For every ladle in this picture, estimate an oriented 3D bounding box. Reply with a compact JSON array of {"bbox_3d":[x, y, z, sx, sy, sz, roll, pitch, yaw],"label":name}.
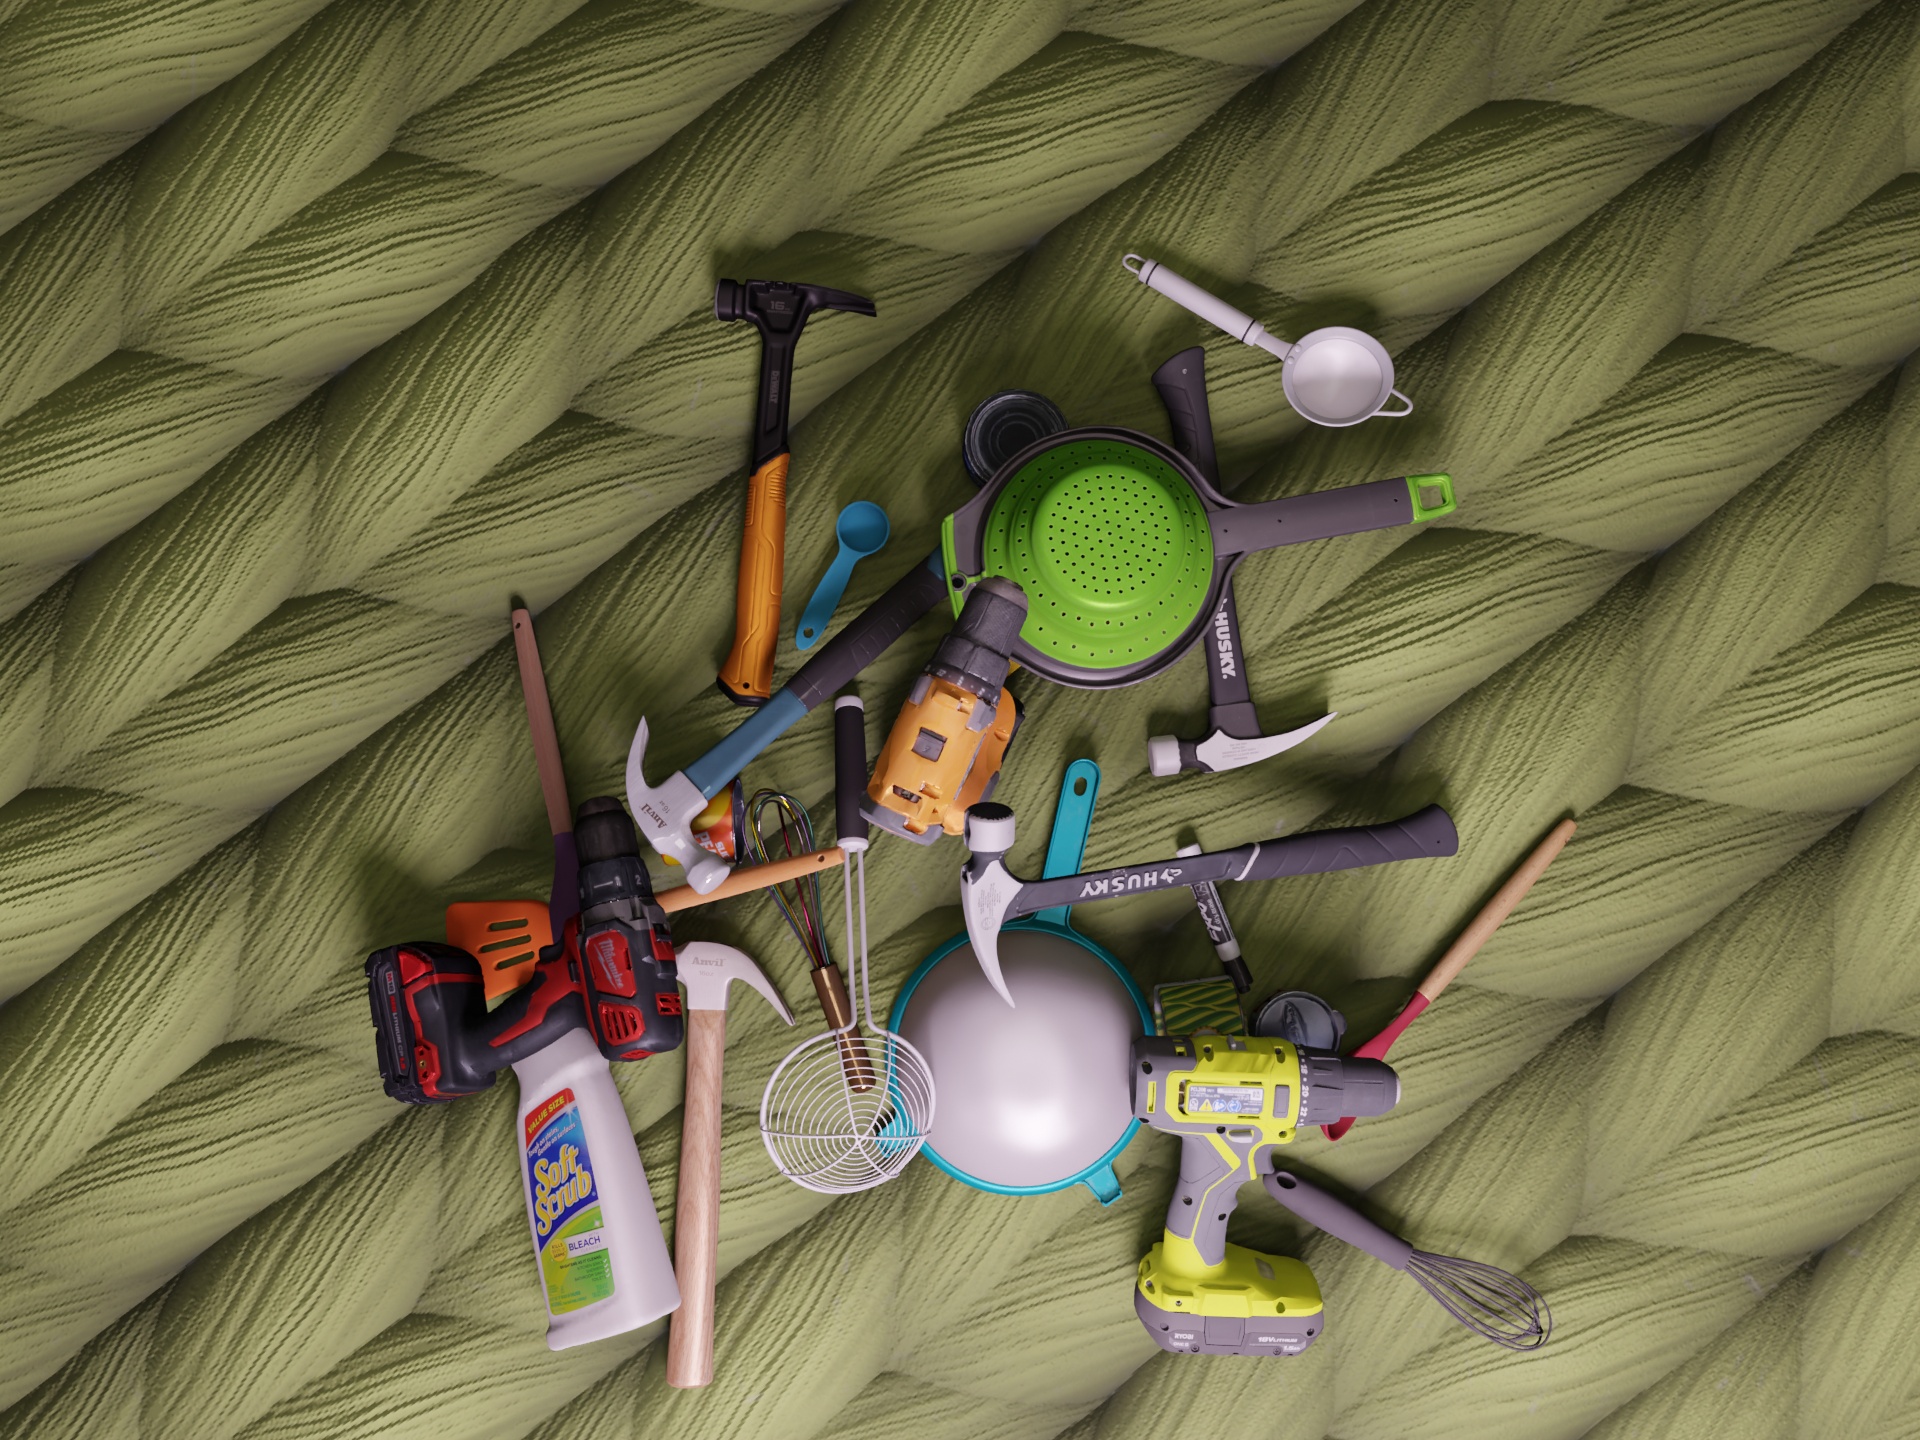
[{"bbox_3d":[0.374,0.194,1.226,0.315,0.069,0.031,-47,50,-8],"label":"ladle"}]

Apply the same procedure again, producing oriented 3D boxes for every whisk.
[{"bbox_3d":[-0.110,0.167,1.221,0.051,0.047,0.245,-19,91,3],"label":"whisk"},{"bbox_3d":[0.337,0.404,1.207,0.239,0.055,0.055,29,86,6],"label":"whisk"}]

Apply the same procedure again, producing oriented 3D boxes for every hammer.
[{"bbox_3d":[-0.143,-0.178,1.247,0.127,0.034,0.337,5,86,1],"label":"hammer"},{"bbox_3d":[0.192,0.112,1.168,0.408,0.036,0.149,-6,110,-20],"label":"hammer"},{"bbox_3d":[0.201,-0.129,1.249,0.146,0.035,0.335,-7,86,-1],"label":"hammer"},{"bbox_3d":[-0.114,-0.024,1.199,0.331,0.033,0.128,-42,77,-17],"label":"hammer"},{"bbox_3d":[-0.195,0.334,1.209,0.130,0.031,0.331,2,86,0],"label":"hammer"}]

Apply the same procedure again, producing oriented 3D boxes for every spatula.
[{"bbox_3d":[-0.304,0.061,1.207,0.060,0.018,0.316,-20,75,15],"label":"spatula"},{"bbox_3d":[-0.237,0.140,1.193,0.322,0.041,0.081,-16,80,16],"label":"spatula"}]

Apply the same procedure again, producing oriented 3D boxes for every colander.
[{"bbox_3d":[0.185,-0.144,1.184,0.397,0.094,0.204,-11,85,-2],"label":"colander"}]

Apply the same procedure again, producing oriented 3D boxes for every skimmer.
[{"bbox_3d":[-0.086,0.160,1.187,0.127,0.090,0.364,4,62,-16],"label":"skimmer"}]

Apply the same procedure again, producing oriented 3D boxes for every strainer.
[{"bbox_3d":[0.062,0.194,1.192,0.211,0.095,0.340,13,87,0],"label":"strainer"},{"bbox_3d":[0.239,-0.303,1.261,0.258,0.050,0.087,33,80,7],"label":"strainer"}]

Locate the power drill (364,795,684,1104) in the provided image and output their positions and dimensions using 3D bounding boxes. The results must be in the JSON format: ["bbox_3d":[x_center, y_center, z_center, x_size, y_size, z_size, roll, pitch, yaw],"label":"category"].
[{"bbox_3d":[-0.311,0.170,1.146,0.226,0.080,0.188,-19,74,17],"label":"power drill"}]

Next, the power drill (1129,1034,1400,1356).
[{"bbox_3d":[0.216,0.340,1.161,0.190,0.080,0.228,2,102,0],"label":"power drill"}]

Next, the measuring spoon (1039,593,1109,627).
[{"bbox_3d":[0.065,-0.087,1.230,0.117,0.011,0.021,20,95,7],"label":"measuring spoon"}]

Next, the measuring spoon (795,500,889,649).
[{"bbox_3d":[-0.096,-0.113,1.255,0.042,0.021,0.128,28,95,0],"label":"measuring spoon"}]

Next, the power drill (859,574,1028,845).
[{"bbox_3d":[-0.002,-0.004,1.135,0.084,0.226,0.185,24,88,5],"label":"power drill"}]

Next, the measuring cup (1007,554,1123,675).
[{"bbox_3d":[0.067,-0.071,1.252,0.156,0.029,0.062,-38,86,8],"label":"measuring cup"}]
